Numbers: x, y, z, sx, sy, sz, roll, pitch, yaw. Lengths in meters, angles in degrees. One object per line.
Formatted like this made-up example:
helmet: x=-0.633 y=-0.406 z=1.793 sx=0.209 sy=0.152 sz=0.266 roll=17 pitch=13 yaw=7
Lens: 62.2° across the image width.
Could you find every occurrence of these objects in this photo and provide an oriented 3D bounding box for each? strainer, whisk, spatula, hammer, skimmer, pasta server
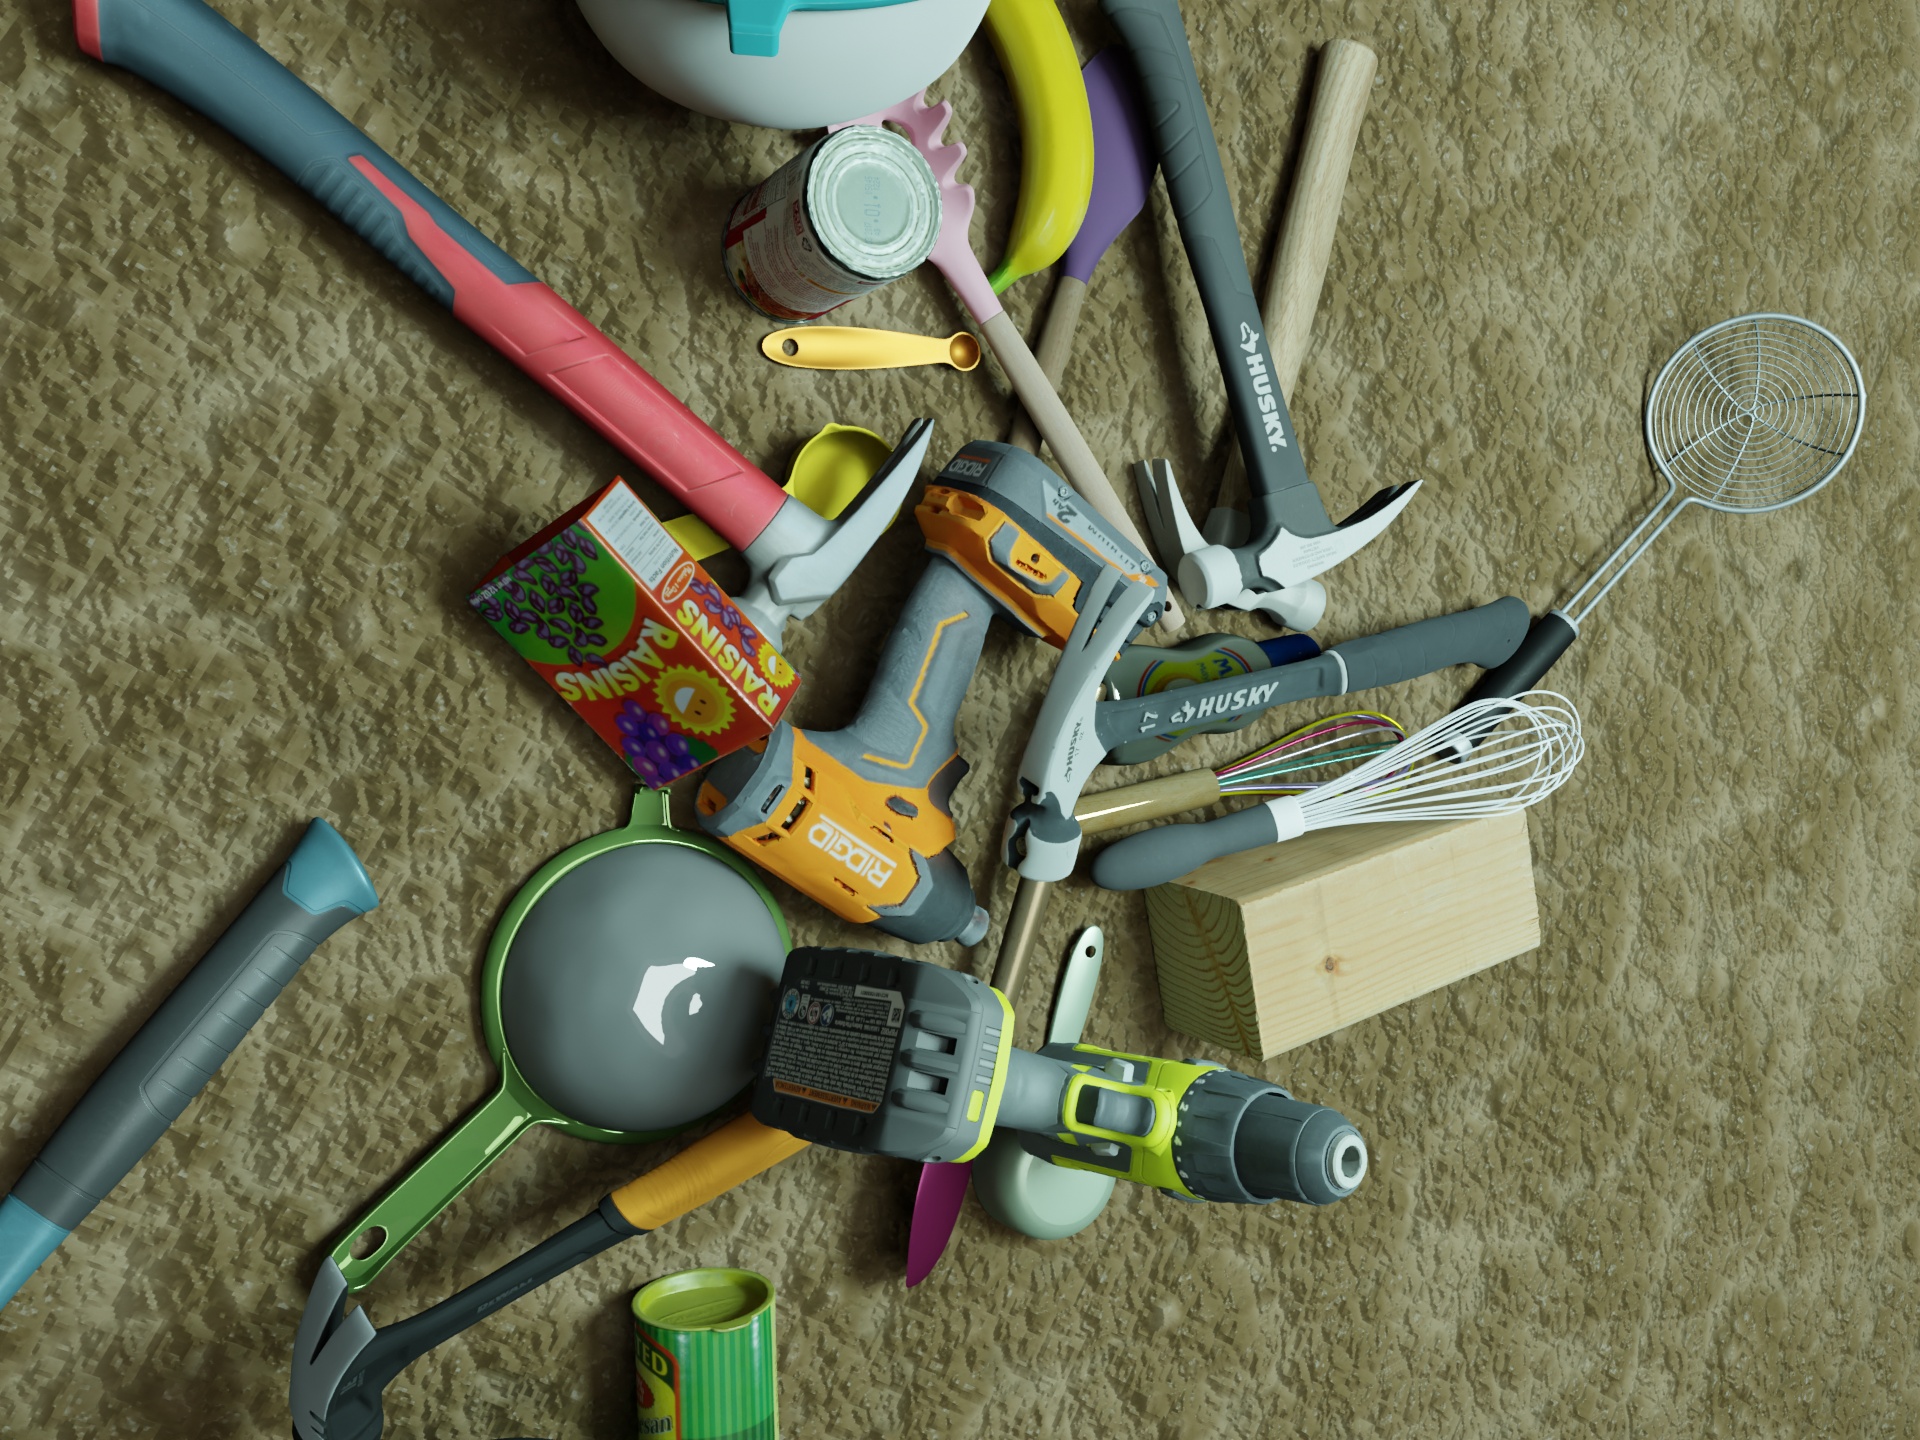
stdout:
strainer: x=-0.034 y=-0.347 z=0.727 sx=0.340 sy=0.211 sz=0.095 roll=-33 pitch=148 yaw=-33
whisk: x=0.160 y=0.036 z=0.891 sx=0.245 sy=0.051 sz=0.047 roll=-11 pitch=103 yaw=-24
spatula: x=0.049 y=-0.207 z=0.833 sx=0.059 sy=0.018 sz=0.316 roll=17 pitch=84 yaw=-9
hammer: x=-0.188 y=-0.192 z=0.679 sx=0.386 sy=0.038 sz=0.143 roll=40 pitch=86 yaw=-20
skimmer: x=0.425 y=-0.112 z=0.998 sx=0.127 sy=0.090 sz=0.363 roll=43 pitch=73 yaw=11
hammer: x=0.181 y=-0.225 z=0.896 sx=0.130 sy=0.031 sz=0.331 roll=17 pitch=84 yaw=-28
strainer: x=-0.172 y=0.159 z=0.704 sx=0.256 sy=0.069 sz=0.151 roll=-43 pitch=111 yaw=-21
whisk: x=0.205 y=0.045 z=0.861 sx=0.284 sy=0.070 sz=0.070 roll=-16 pitch=101 yaw=-5
hammer: x=-0.124 y=0.199 z=0.695 sx=0.337 sy=0.127 sz=0.034 roll=-22 pitch=58 yaw=-41
hammer: x=0.142 y=-0.236 z=0.839 sx=0.146 sy=0.035 sz=0.335 roll=-19 pitch=95 yaw=-21
hammer: x=-0.346 y=0.180 z=0.619 sx=0.128 sy=0.033 sz=0.331 roll=37 pitch=70 yaw=-4
pasta server: x=0.031 y=-0.179 z=0.797 sx=0.060 sy=0.040 sz=0.316 roll=-33 pitch=101 yaw=-4
hammer: x=0.187 y=-0.028 z=0.845 sx=0.409 sy=0.036 sz=0.149 roll=-13 pitch=125 yaw=-41

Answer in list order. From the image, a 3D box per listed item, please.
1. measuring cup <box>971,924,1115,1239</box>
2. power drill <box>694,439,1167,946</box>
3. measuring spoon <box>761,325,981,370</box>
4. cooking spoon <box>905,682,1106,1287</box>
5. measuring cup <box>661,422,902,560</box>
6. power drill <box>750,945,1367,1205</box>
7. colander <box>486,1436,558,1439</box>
measuring cup: x=0.059 y=0.193 z=0.845 sx=0.083 sy=0.038 sz=0.167 roll=16 pitch=87 yaw=-28
power drill: x=-0.001 y=-0.002 z=0.773 sx=0.164 sy=0.084 sz=0.226 roll=38 pitch=85 yaw=-28
measuring spoon: x=-0.044 y=-0.184 z=0.792 sx=0.117 sy=0.011 sz=0.021 roll=-5 pitch=97 yaw=-24
cooking spoon: x=0.024 y=0.132 z=0.810 sx=0.068 sy=0.017 sz=0.319 roll=25 pitch=80 yaw=-71
measuring cup: x=-0.103 y=-0.097 z=0.760 sx=0.156 sy=0.029 sz=0.062 roll=-20 pitch=105 yaw=-14
power drill: x=0.044 y=0.165 z=0.694 sx=0.228 sy=0.190 sz=0.080 roll=22 pitch=74 yaw=-35
colander: x=-0.266 y=0.368 z=0.665 sx=0.397 sy=0.094 sz=0.204 roll=27 pitch=75 yaw=-8
